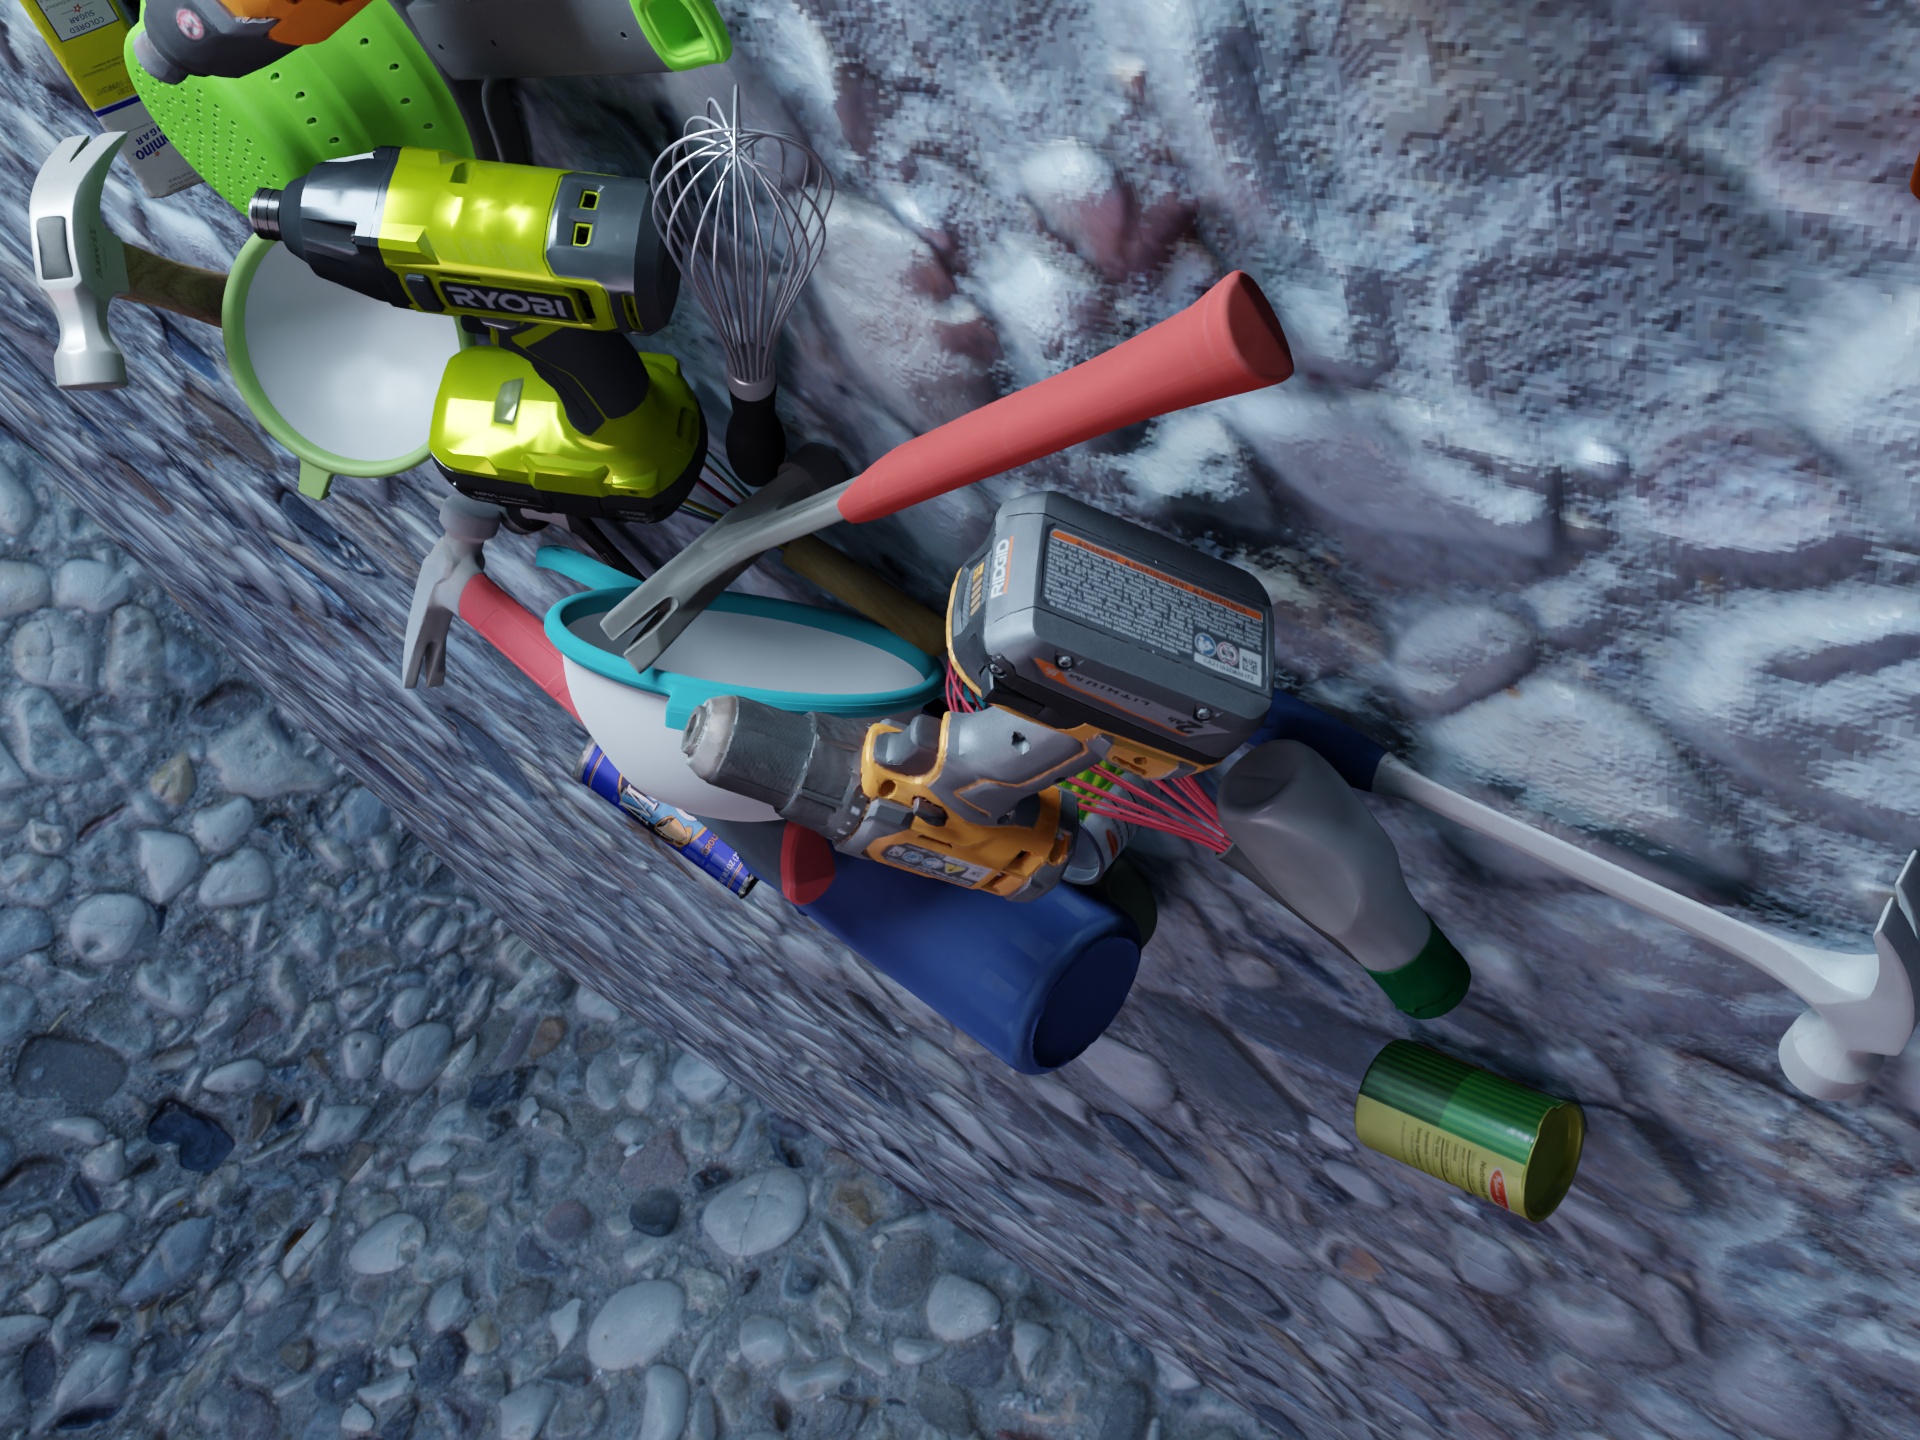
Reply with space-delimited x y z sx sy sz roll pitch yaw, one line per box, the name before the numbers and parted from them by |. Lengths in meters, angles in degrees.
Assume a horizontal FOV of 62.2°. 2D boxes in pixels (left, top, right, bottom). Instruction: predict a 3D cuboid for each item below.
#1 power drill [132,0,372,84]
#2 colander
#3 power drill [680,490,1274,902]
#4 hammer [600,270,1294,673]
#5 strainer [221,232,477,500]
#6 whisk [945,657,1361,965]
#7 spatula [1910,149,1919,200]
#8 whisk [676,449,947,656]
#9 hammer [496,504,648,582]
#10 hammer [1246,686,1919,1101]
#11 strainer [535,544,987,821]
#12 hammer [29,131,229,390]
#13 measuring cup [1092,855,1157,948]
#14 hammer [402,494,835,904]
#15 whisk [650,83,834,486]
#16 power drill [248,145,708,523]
power drill | -0.295 -0.341 0.549 0.164 0.084 0.226 -24 122 27
colander | -0.248 -0.270 0.675 0.397 0.094 0.204 19 151 41
power drill | -0.001 -0.002 0.665 0.185 0.084 0.226 19 147 -20
hammer | -0.017 -0.096 0.629 0.359 0.149 0.036 -10 123 54
strainer | -0.358 -0.264 0.897 0.151 0.069 0.256 -23 102 17
whisk | 0.119 0.048 0.793 0.296 0.073 0.073 34 159 -4
spatula | 0.189 -0.200 0.227 0.081 0.041 0.322 20 148 38
whisk | -0.107 -0.110 0.862 0.245 0.051 0.047 33 -167 3
hammer | -0.146 -0.020 1.102 0.408 0.036 0.149 47 156 -23
hammer | 0.185 0.022 0.660 0.406 0.035 0.143 27 157 25
strainer | -0.159 -0.021 0.895 0.341 0.211 0.095 25 111 46
hammer | -0.434 -0.247 0.915 0.331 0.031 0.130 -106 11 -82
measuring cup | 0.091 0.083 0.946 0.083 0.038 0.167 35 142 22
hammer | -0.224 0.007 0.992 0.387 0.038 0.143 36 116 29
whisk | -0.093 -0.167 0.695 0.070 0.070 0.284 36 163 6
power drill | -0.204 -0.174 0.727 0.171 0.080 0.223 7 163 1
